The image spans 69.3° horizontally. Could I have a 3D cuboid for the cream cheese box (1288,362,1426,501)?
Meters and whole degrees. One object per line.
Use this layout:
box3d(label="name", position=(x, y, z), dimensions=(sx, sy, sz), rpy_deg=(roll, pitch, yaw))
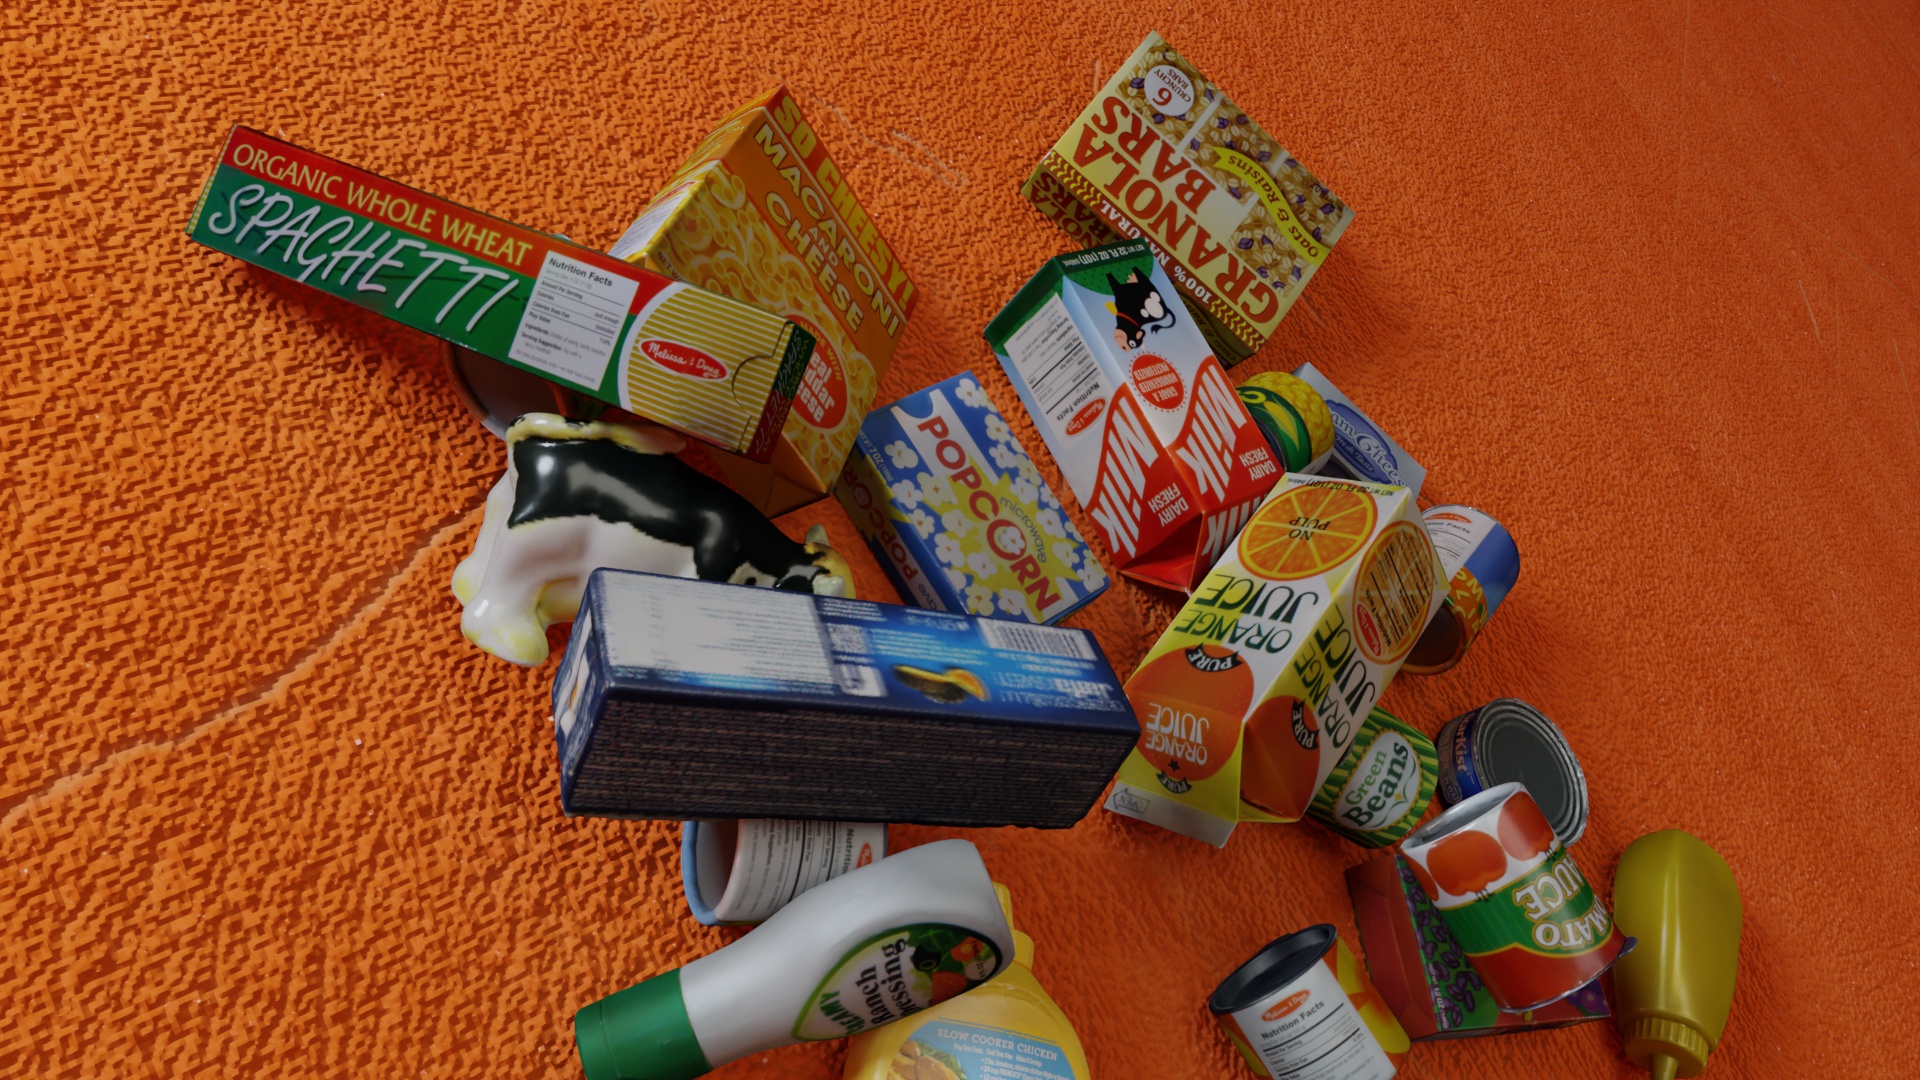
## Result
box3d(label="cream cheese box", position=(0.230, -0.055, 0.833), dimensions=(0.104, 0.024, 0.054), rpy_deg=(41, 49, -7))

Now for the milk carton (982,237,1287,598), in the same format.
box3d(label="milk carton", position=(0.098, -0.054, 0.715), dimensions=(0.072, 0.073, 0.191), rpy_deg=(-19, 76, -39))

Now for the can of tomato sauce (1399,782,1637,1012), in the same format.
box3d(label="can of tomato sauce", position=(0.256, 0.163, 0.644), dimensions=(0.071, 0.071, 0.083), rpy_deg=(-23, 77, -39))

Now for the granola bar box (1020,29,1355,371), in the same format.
box3d(label="granola bar box", position=(0.136, -0.200, 0.822), dimensions=(0.165, 0.039, 0.124), rpy_deg=(40, 69, -7))

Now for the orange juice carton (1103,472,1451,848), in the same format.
box3d(label="orange juice carton", position=(0.145, 0.060, 0.650), dimensions=(0.193, 0.072, 0.072), rpy_deg=(-49, 125, -24))

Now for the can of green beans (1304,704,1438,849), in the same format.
box3d(label="can of green beans", position=(0.192, 0.111, 0.687), dimensions=(0.058, 0.071, 0.071), rpy_deg=(31, 52, -15))

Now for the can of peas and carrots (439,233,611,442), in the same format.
box3d(label="can of peas and carrots", position=(-0.167, -0.079, 0.563), dimensions=(0.071, 0.070, 0.059), rpy_deg=(42, 50, -5))

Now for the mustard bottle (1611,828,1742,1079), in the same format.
box3d(label="mustard bottle", position=(0.383, 0.235, 0.751), dimensions=(0.065, 0.048, 0.161), rpy_deg=(38, 51, -8))

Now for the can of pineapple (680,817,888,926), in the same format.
box3d(label="can of pineapple", position=(-0.068, 0.111, 0.523), dimensions=(0.058, 0.070, 0.071), rpy_deg=(9, 60, -28))

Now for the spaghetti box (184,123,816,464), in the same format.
box3d(label="spaghetti box", position=(-0.172, -0.093, 0.507), dimensions=(0.250, 0.028, 0.050), rpy_deg=(21, 89, 15))

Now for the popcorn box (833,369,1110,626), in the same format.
box3d(label="popcorn box", position=(0.002, -0.008, 0.652), dimensions=(0.085, 0.038, 0.127), rpy_deg=(-28, 81, -39))

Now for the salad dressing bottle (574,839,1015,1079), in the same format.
box3d(label="salad dressing bottle", position=(-0.056, 0.152, 0.482), dimensions=(0.148, 0.064, 0.044), rpy_deg=(-20, 42, -8))

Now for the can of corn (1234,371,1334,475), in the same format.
box3d(label="can of corn", position=(0.161, -0.056, 0.761), dimensions=(0.058, 0.071, 0.071), rpy_deg=(-31, 83, -41))

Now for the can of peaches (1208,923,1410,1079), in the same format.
box3d(label="can of peaches", position=(0.153, 0.210, 0.608), dimensions=(0.071, 0.071, 0.058), rpy_deg=(-28, 81, -40))

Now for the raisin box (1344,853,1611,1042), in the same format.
box3d(label="raisin box", position=(0.259, 0.203, 0.696), dimensions=(0.123, 0.040, 0.086), rpy_deg=(7, 60, -28))

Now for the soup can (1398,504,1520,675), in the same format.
box3d(label="soup can", position=(0.269, 0.030, 0.784), dimensions=(0.071, 0.071, 0.084), rpy_deg=(50, 50, 1))

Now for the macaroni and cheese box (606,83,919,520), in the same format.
box3d(label="macaroni and cheese box", position=(-0.083, -0.108, 0.605), dimensions=(0.123, 0.040, 0.167), rpy_deg=(55, 32, -28))
